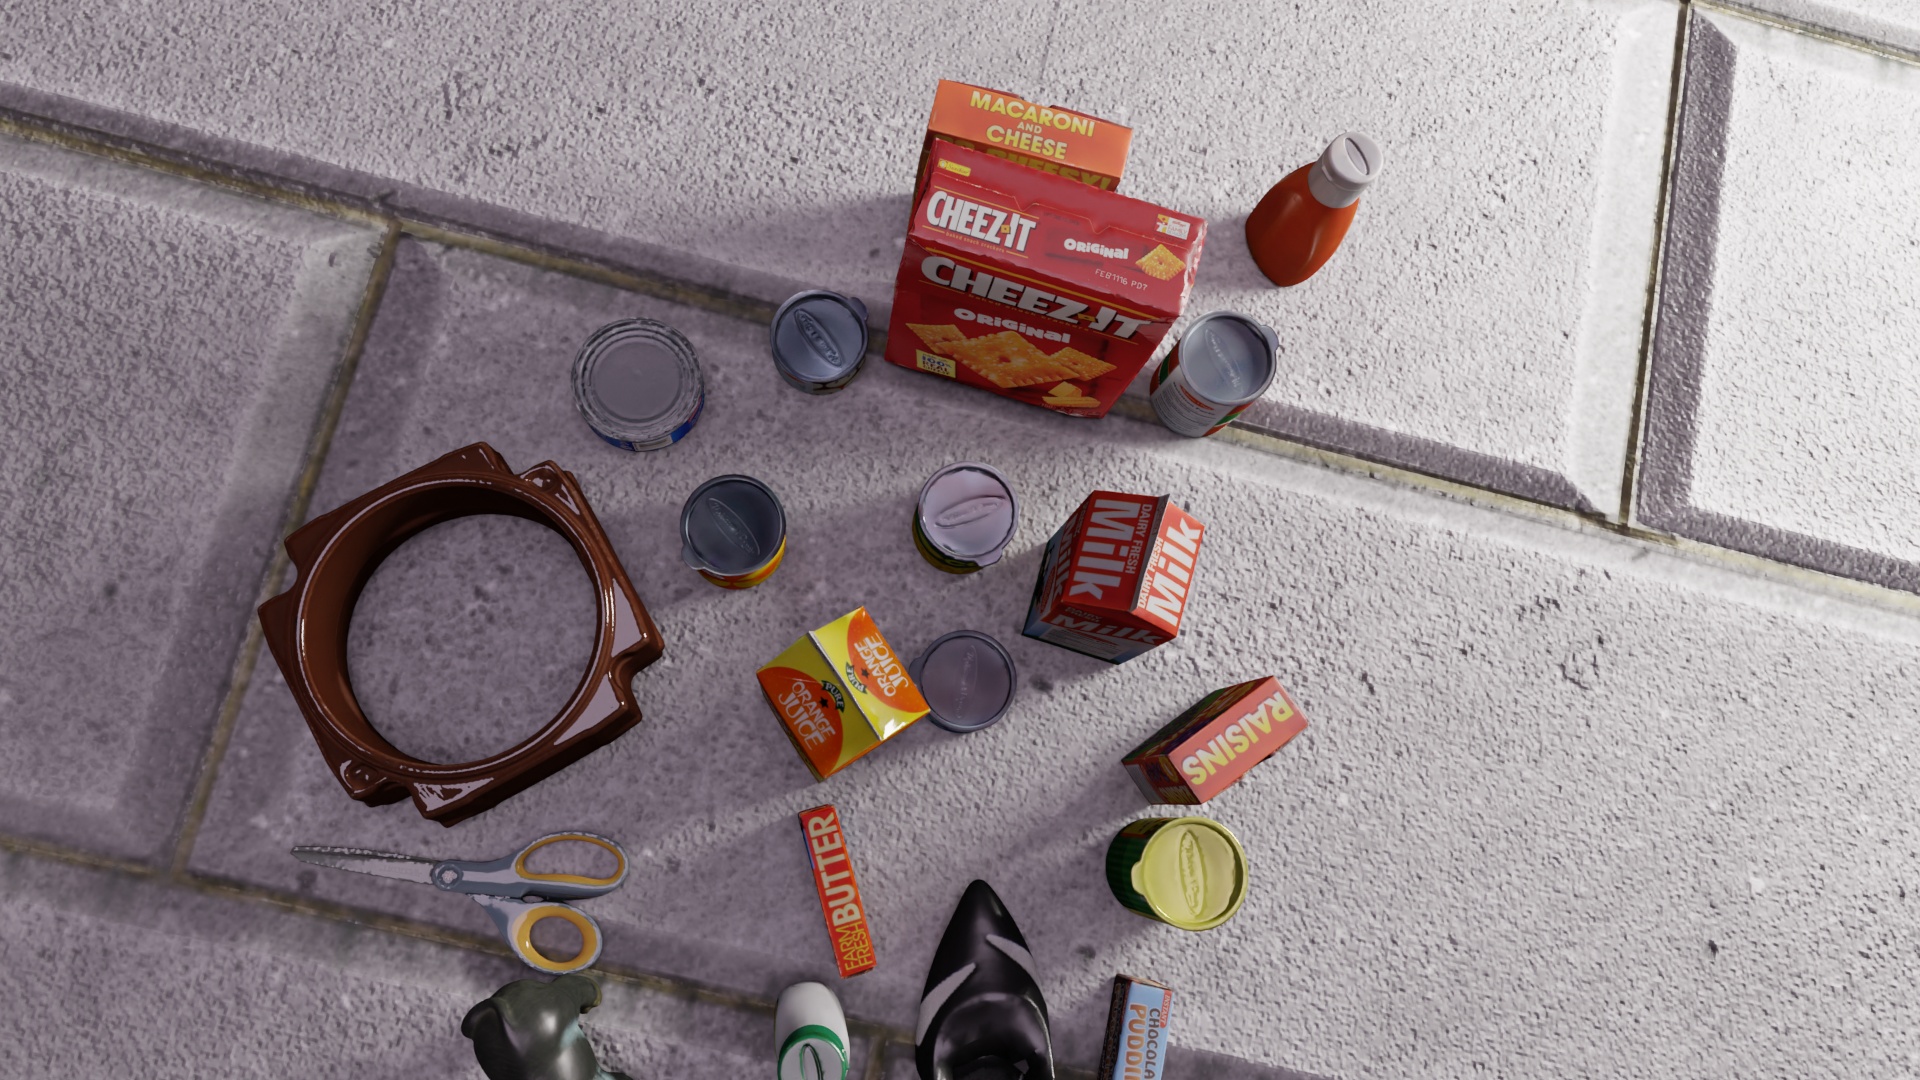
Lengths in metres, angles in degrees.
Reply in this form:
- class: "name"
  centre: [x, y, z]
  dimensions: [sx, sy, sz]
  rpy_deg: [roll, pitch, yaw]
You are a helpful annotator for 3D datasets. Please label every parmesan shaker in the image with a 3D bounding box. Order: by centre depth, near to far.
- class: "parmesan shaker"
  centre: [0.130, 0.206, 0.868]
  dimensions: [0.071, 0.103, 0.071]
  rpy_deg: [1, 79, -6]

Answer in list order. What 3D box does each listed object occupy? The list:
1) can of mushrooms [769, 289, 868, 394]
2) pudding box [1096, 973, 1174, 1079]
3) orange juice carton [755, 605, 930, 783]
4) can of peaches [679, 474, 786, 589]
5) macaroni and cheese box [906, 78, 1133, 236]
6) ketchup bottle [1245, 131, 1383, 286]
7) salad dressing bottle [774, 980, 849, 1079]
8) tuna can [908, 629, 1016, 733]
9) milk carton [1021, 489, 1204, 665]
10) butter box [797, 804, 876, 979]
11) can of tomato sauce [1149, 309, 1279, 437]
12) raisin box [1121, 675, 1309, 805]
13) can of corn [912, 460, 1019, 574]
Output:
- class: "can of mushrooms"
  centre: [-0.094, -0.136, 0.947]
  dimensions: [0.071, 0.033, 0.071]
  rpy_deg: [1, 78, -6]
- class: "pudding box"
  centre: [0.108, 0.318, 0.869]
  dimensions: [0.030, 0.049, 0.084]
  rpy_deg: [13, 77, -4]
- class: "orange juice carton"
  centre: [-0.071, 0.094, 0.821]
  dimensions: [0.073, 0.192, 0.072]
  rpy_deg: [-32, 84, -11]
- class: "can of peaches"
  centre: [-0.148, -0.003, 0.901]
  dimensions: [0.071, 0.058, 0.071]
  rpy_deg: [1, 79, -6]
- class: "macaroni and cheese box"
  centre: [0.033, -0.234, 0.914]
  dimensions: [0.124, 0.166, 0.040]
  rpy_deg: [14, 78, -4]
- class: "ketchup bottle"
  centre: [0.241, -0.227, 0.946]
  dimensions: [0.043, 0.148, 0.065]
  rpy_deg: [-26, 83, -11]
- class: "salad dressing bottle"
  centre: [-0.086, 0.292, 0.802]
  dimensions: [0.044, 0.147, 0.064]
  rpy_deg: [-11, 80, -9]
- class: "tuna can"
  centre: [0.000, 0.093, 0.912]
  dimensions: [0.071, 0.032, 0.071]
  rpy_deg: [1, 78, -6]
- class: "milk carton"
  centre: [0.095, 0.024, 0.856]
  dimensions: [0.073, 0.190, 0.072]
  rpy_deg: [18, 78, -3]
- class: "butter box"
  centre: [-0.077, 0.217, 0.867]
  dimensions: [0.024, 0.053, 0.103]
  rpy_deg: [-15, 81, -9]
- class: "can of tomato sauce"
  centre: [0.172, -0.113, 0.949]
  dimensions: [0.071, 0.083, 0.071]
  rpy_deg: [1, 79, -6]
- class: "raisin box"
  centre: [0.157, 0.129, 0.876]
  dimensions: [0.086, 0.123, 0.040]
  rpy_deg: [-33, 84, -12]
- class: "can of corn"
  centre: [0.003, -0.012, 0.920]
  dimensions: [0.071, 0.058, 0.071]
  rpy_deg: [1, 79, -6]
